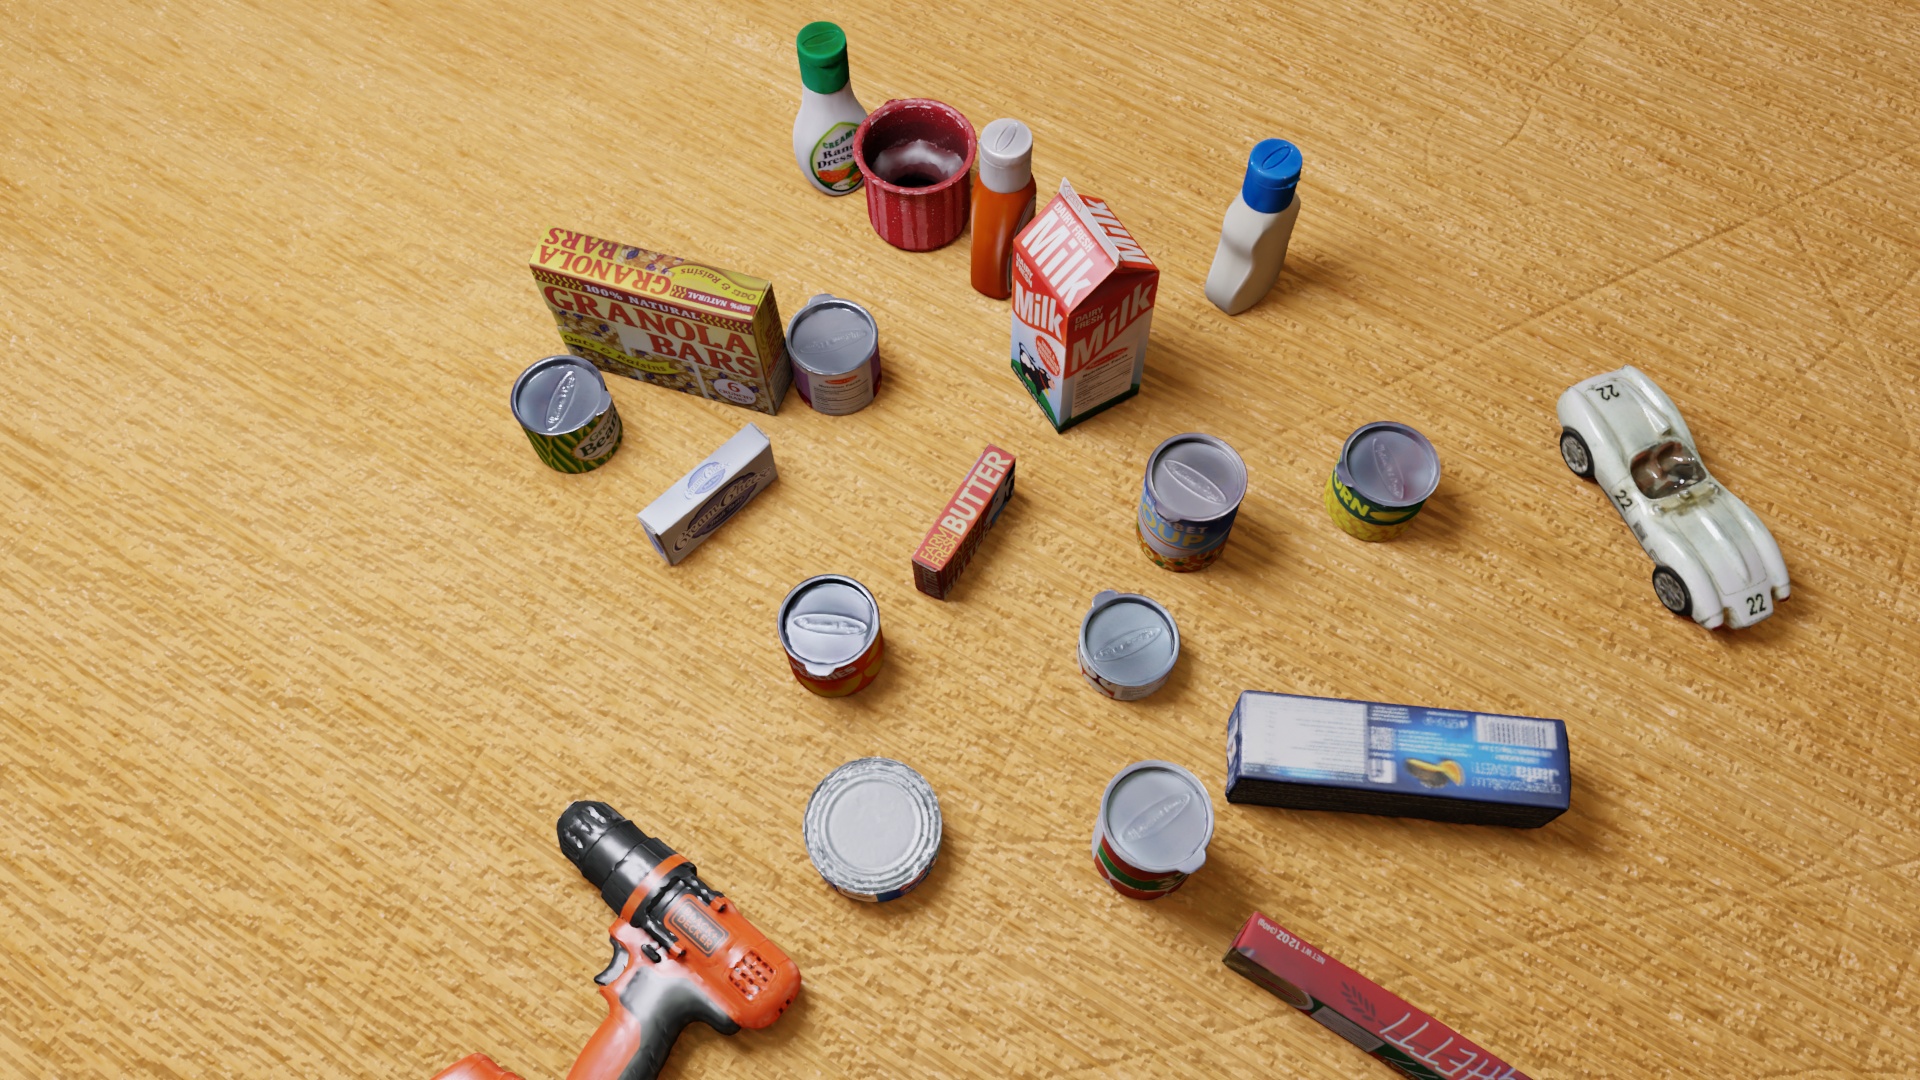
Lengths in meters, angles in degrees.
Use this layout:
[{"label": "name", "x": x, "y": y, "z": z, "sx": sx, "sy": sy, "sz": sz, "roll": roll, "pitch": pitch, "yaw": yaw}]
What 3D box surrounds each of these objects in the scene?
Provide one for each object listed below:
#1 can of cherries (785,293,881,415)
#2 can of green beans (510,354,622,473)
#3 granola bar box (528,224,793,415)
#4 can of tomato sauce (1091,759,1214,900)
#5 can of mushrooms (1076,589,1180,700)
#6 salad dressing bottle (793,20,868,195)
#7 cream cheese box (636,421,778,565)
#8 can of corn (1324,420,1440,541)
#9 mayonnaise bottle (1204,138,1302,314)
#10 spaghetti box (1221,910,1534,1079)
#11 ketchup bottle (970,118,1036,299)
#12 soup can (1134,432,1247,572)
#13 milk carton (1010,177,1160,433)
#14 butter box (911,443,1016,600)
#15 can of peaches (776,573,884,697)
[{"label": "can of cherries", "x": -0.091, "y": -0.135, "z": 1.013, "sx": 0.071, "sy": 0.058, "sz": 0.072, "roll": 0, "pitch": 64, "yaw": 1}, {"label": "can of green beans", "x": -0.280, "y": -0.089, "z": 0.993, "sx": 0.071, "sy": 0.057, "sz": 0.071, "roll": 0, "pitch": 64, "yaw": 1}, {"label": "granola bar box", "x": -0.209, "y": -0.153, "z": 0.987, "sx": 0.166, "sy": 0.123, "sz": 0.039, "roll": 15, "pitch": 65, "yaw": 8}, {"label": "can of tomato sauce", "x": 0.116, "y": 0.178, "z": 0.841, "sx": 0.071, "sy": 0.082, "sz": 0.071, "roll": 0, "pitch": 64, "yaw": 1}, {"label": "can of mushrooms", "x": 0.110, "y": 0.069, "z": 0.923, "sx": 0.071, "sy": 0.033, "sz": 0.071, "roll": 0, "pitch": 64, "yaw": 1}, {"label": "salad dressing bottle", "x": -0.100, "y": -0.327, "z": 1.059, "sx": 0.064, "sy": 0.147, "sz": 0.044, "roll": -23, "pitch": 66, "yaw": -10}, {"label": "cream cheese box", "x": -0.173, "y": -0.032, "z": 0.965, "sx": 0.024, "sy": 0.053, "sz": 0.104, "roll": 41, "pitch": 71, "yaw": 19}, {"label": "can of corn", "x": 0.288, "y": -0.039, "z": 0.960, "sx": 0.071, "sy": 0.058, "sz": 0.071, "roll": 0, "pitch": 64, "yaw": 1}, {"label": "mayonnaise bottle", "x": 0.215, "y": -0.227, "z": 1.005, "sx": 0.065, "sy": 0.147, "sz": 0.041, "roll": -40, "pitch": 70, "yaw": -17}, {"label": "spaghetti box", "x": 0.270, "y": 0.296, "z": 0.799, "sx": 0.250, "sy": 0.050, "sz": 0.029, "roll": 29, "pitch": 68, "yaw": 14}, {"label": "ketchup bottle", "x": 0.032, "y": -0.243, "z": 1.015, "sx": 0.043, "sy": 0.148, "sz": 0.065, "roll": 24, "pitch": 67, "yaw": 12}, {"label": "soup can", "x": 0.152, "y": -0.022, "z": 0.940, "sx": 0.071, "sy": 0.083, "sz": 0.071, "roll": 0, "pitch": 64, "yaw": 1}, {"label": "milk carton", "x": 0.083, "y": -0.161, "z": 0.950, "sx": 0.073, "sy": 0.189, "sz": 0.072, "roll": -27, "pitch": 67, "yaw": -12}, {"label": "butter box", "x": 0.003, "y": -0.012, "z": 0.953, "sx": 0.024, "sy": 0.053, "sz": 0.104, "roll": 28, "pitch": 67, "yaw": 14}, {"label": "can of peaches", "x": -0.085, "y": 0.066, "z": 0.913, "sx": 0.071, "sy": 0.057, "sz": 0.071, "roll": 0, "pitch": 64, "yaw": 1}]
